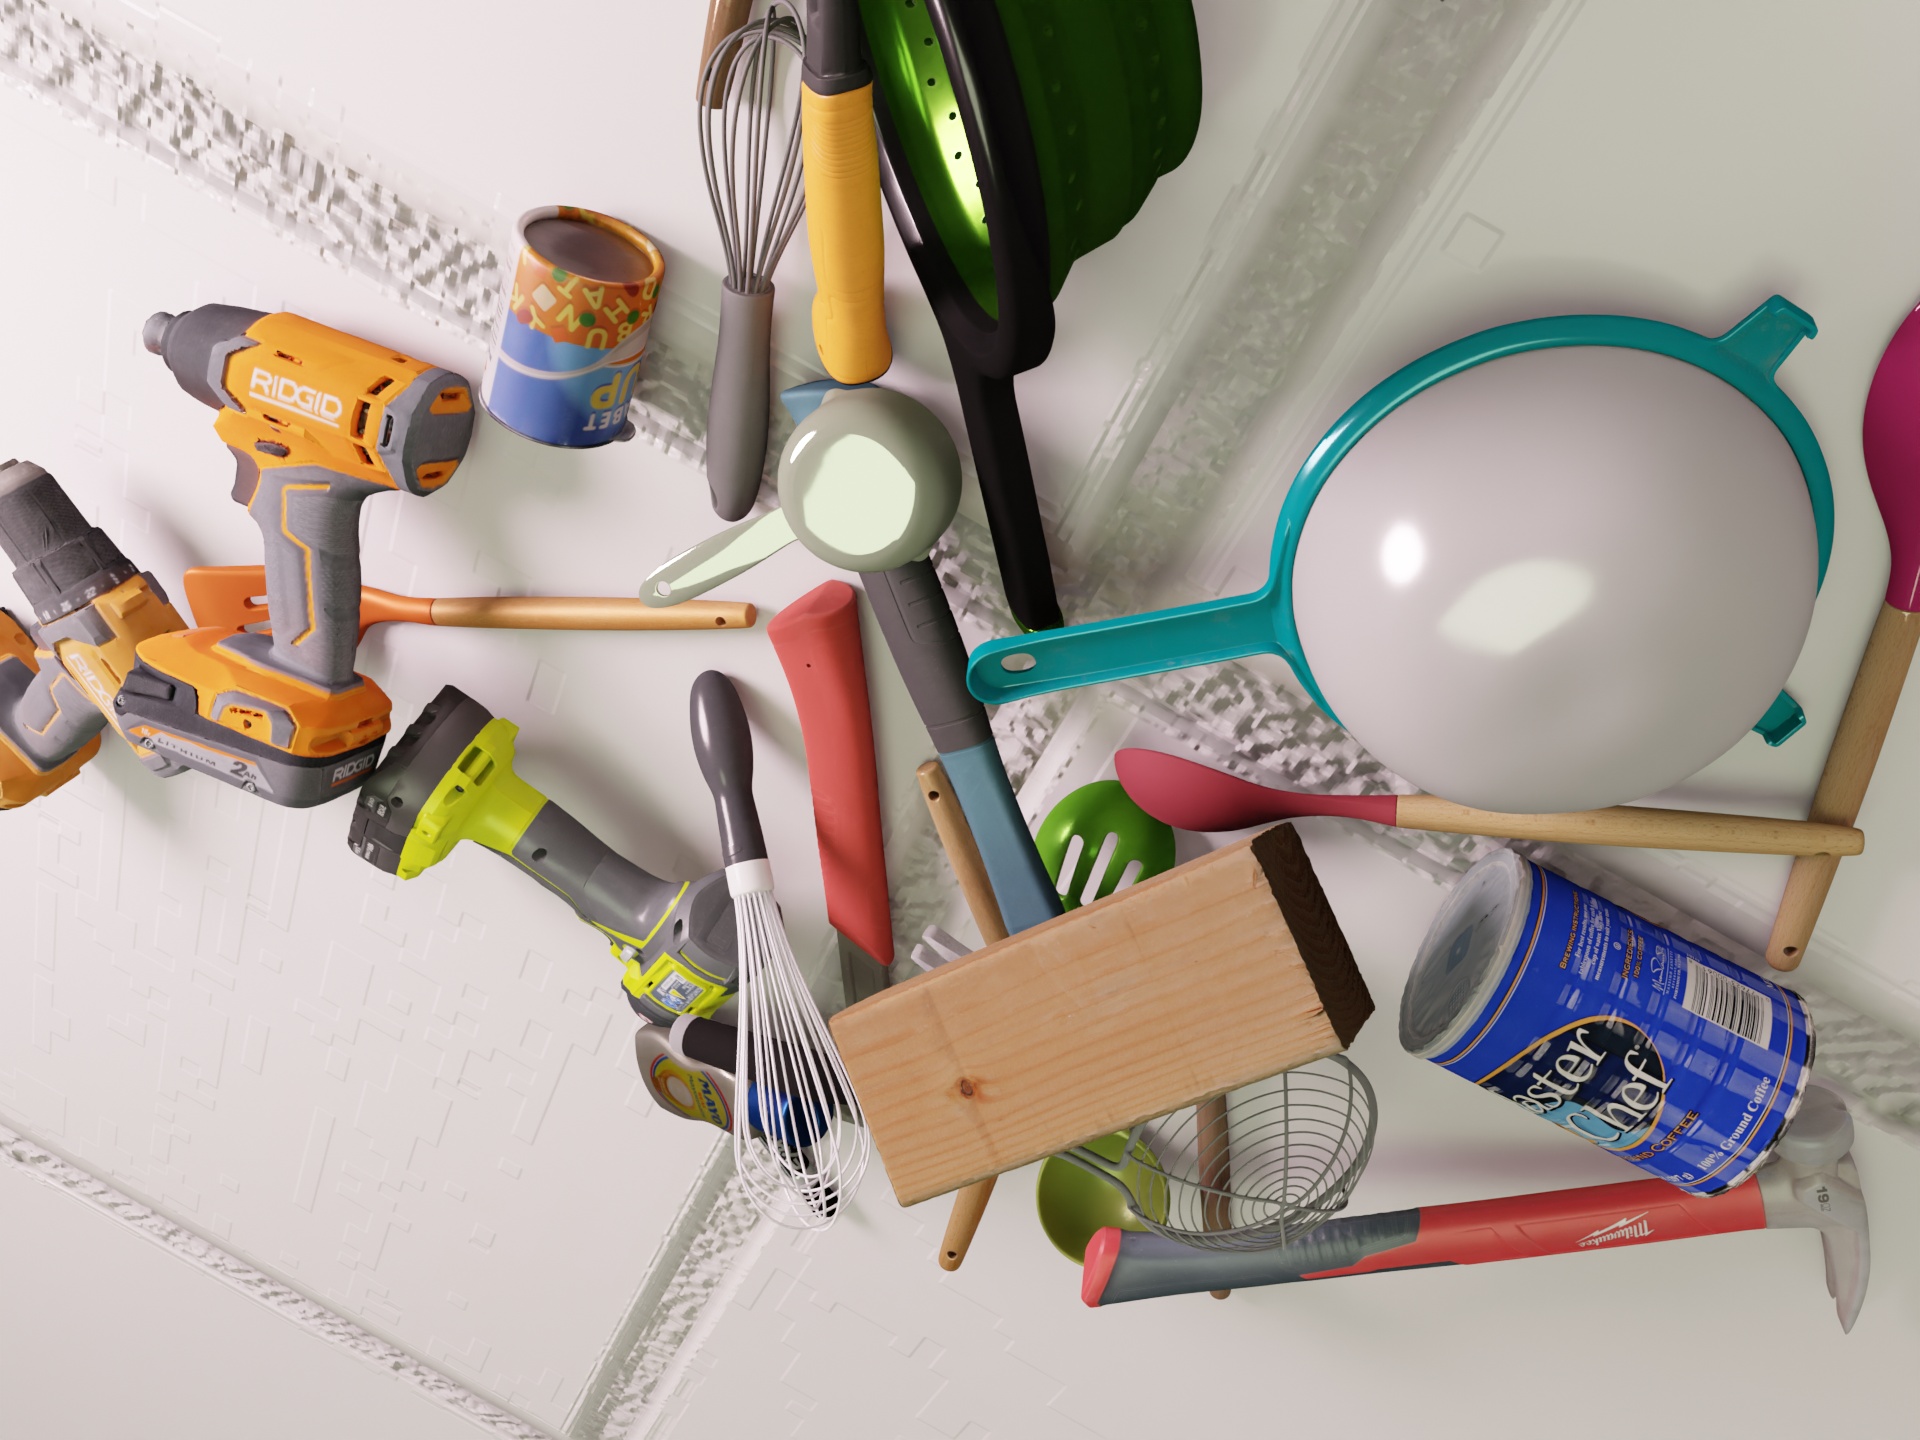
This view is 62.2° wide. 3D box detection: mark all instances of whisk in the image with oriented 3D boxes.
[{"bbox_3d":[-0.098,0.110,0.793,0.070,0.070,0.285,-19,78,31],"label":"whisk"},{"bbox_3d":[-0.088,-0.182,0.675,0.055,0.055,0.238,20,132,8],"label":"whisk"}]

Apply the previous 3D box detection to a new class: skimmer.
[{"bbox_3d":[0.021,0.184,0.811,0.363,0.090,0.127,10,125,26],"label":"skimmer"}]

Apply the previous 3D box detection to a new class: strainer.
[{"bbox_3d":[0.163,-0.025,0.611,0.340,0.095,0.210,-10,125,13],"label":"strainer"}]

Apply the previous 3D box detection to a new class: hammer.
[{"bbox_3d":[-0.001,-0.002,0.738,0.128,0.033,0.331,-16,106,22],"label":"hammer"},{"bbox_3d":[-0.047,0.091,0.851,0.149,0.037,0.358,8,126,16],"label":"hammer"},{"bbox_3d":[0.253,0.276,0.821,0.386,0.038,0.143,-13,119,17],"label":"hammer"},{"bbox_3d":[-0.037,-0.191,0.523,0.034,0.336,0.127,-20,78,-7],"label":"hammer"}]

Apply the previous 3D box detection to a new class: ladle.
[{"bbox_3d":[0.220,0.041,0.701,0.315,0.031,0.069,3,159,20],"label":"ladle"},{"bbox_3d":[0.038,0.165,0.858,0.078,0.062,0.320,-16,114,16],"label":"ladle"}]

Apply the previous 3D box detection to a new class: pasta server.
[{"bbox_3d":[0.136,0.218,0.866,0.060,0.040,0.316,-1,124,11],"label":"pasta server"}]

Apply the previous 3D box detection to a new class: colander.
[{"bbox_3d":[0.035,-0.174,0.599,0.094,0.205,0.396,-22,137,-5],"label":"colander"}]

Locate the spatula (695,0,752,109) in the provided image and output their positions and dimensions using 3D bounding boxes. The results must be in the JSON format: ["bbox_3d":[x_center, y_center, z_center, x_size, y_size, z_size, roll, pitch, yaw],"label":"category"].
[{"bbox_3d":[-0.053,-0.366,0.550,0.060,0.018,0.315,25,127,3],"label":"spatula"}]

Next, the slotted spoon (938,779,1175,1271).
[{"bbox_3d":[0.037,0.172,0.831,0.070,0.031,0.313,21,115,7],"label":"slotted spoon"}]

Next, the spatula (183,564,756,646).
[{"bbox_3d":[-0.258,-0.052,0.834,0.322,0.041,0.081,2,123,19],"label":"spatula"}]

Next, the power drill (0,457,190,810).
[{"bbox_3d":[-0.531,-0.042,0.911,0.226,0.084,0.185,-12,117,34],"label":"power drill"}]

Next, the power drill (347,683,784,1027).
[{"bbox_3d":[-0.220,0.091,0.885,0.223,0.080,0.171,35,147,-7],"label":"power drill"}]

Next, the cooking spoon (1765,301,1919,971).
[{"bbox_3d":[0.363,-0.023,0.622,0.069,0.017,0.318,8,125,14],"label":"cooking spoon"}]

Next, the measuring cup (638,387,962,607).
[{"bbox_3d":[-0.079,-0.082,0.686,0.167,0.038,0.083,-24,103,21],"label":"measuring cup"}]

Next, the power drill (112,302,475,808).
[{"bbox_3d":[-0.344,-0.088,0.788,0.164,0.084,0.226,21,107,7],"label":"power drill"}]
